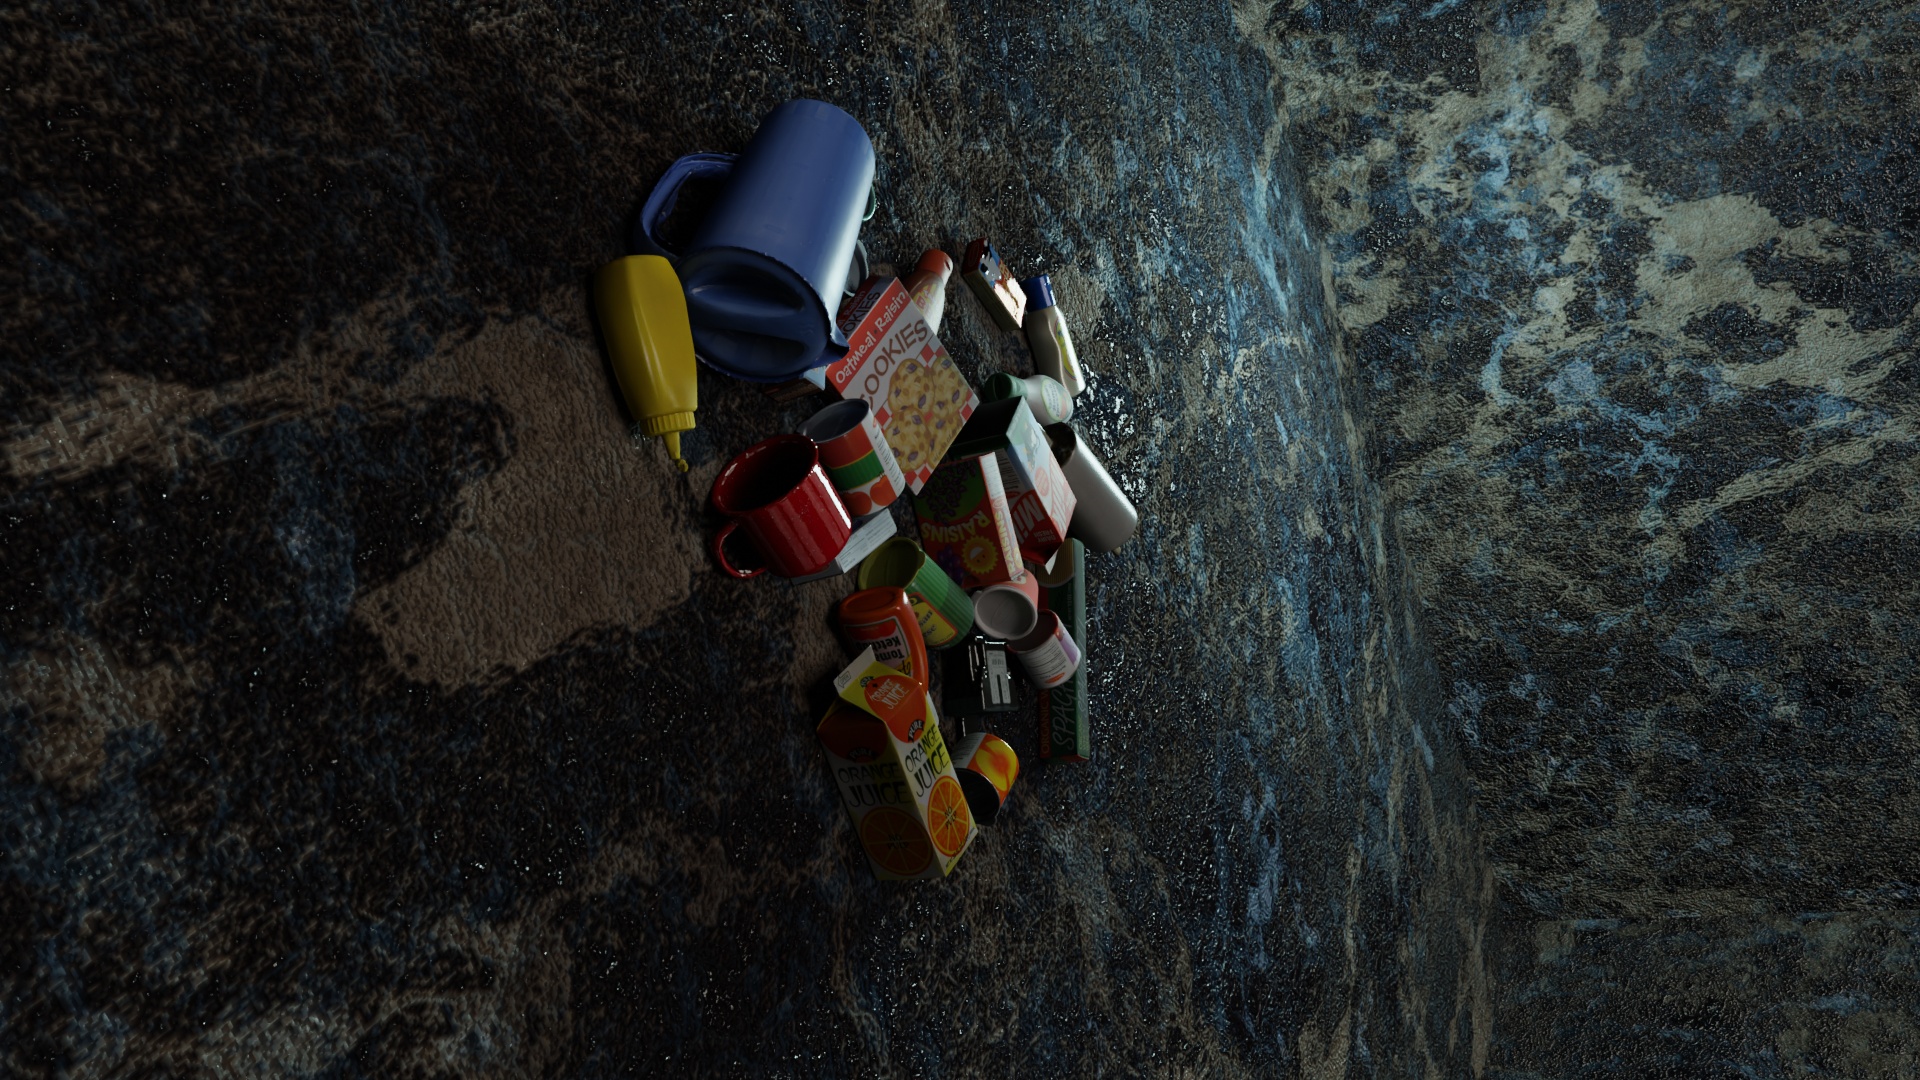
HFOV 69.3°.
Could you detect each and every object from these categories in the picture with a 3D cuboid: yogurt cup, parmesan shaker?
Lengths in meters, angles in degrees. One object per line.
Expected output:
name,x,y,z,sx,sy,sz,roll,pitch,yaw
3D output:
yogurt cup,0.049,0.061,1.432,0.072,0.072,0.054,64,24,-25
parmesan shaker,-0.037,0.050,1.273,0.103,0.071,0.071,46,43,-44

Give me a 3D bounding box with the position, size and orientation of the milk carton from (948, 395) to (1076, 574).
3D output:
milk carton,0.066,-0.055,1.490,0.190,0.073,0.073,60,34,-30

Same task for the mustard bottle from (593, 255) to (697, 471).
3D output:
mustard bottle,-0.226,-0.128,1.025,0.065,0.048,0.160,-15,94,-61

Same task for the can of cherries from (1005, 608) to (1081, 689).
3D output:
can of cherries,0.085,0.114,1.477,0.058,0.071,0.072,56,36,-33

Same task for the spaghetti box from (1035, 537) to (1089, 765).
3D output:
spaghetti box,0.113,0.120,1.536,0.028,0.050,0.251,27,57,-53

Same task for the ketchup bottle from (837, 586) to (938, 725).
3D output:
ketchup bottle,-0.057,0.110,1.231,0.044,0.064,0.148,-78,153,-54

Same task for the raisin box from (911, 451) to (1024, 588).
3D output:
raisin box,0.005,-0.017,1.356,0.040,0.086,0.123,-25,103,-62

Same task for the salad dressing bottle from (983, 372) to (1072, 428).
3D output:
salad dressing bottle,0.077,-0.161,1.578,0.148,0.044,0.064,7,73,-60

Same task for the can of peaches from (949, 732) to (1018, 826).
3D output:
can of peaches,0.017,0.226,1.312,0.071,0.071,0.058,67,30,-21

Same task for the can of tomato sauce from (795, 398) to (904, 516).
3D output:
can of tomato sauce,-0.096,-0.071,1.217,0.082,0.071,0.071,65,32,-31

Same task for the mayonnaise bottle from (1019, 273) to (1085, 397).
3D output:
mayonnaise bottle,0.108,-0.243,1.663,0.065,0.041,0.147,-37,113,-57

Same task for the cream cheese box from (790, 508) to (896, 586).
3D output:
cream cheese box,-0.101,0.005,1.194,0.104,0.053,0.024,-43,116,-57

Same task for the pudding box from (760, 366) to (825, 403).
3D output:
pudding box,-0.141,-0.165,1.187,0.030,0.049,0.084,30,55,-52

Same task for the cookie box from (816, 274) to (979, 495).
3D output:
cookie box,-0.064,-0.143,1.289,0.123,0.040,0.167,-57,133,-24

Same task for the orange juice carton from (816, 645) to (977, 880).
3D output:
orange juice carton,-0.059,0.189,1.184,0.072,0.073,0.192,-43,117,-57

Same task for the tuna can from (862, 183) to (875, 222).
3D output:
tuna can,-0.110,-0.331,1.317,0.071,0.033,0.071,28,57,-54

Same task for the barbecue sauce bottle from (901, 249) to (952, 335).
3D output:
barbecue sauce bottle,-0.043,-0.235,1.392,0.064,0.043,0.149,59,34,-36

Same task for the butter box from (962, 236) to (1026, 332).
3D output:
butter box,0.039,-0.289,1.576,0.103,0.024,0.053,48,42,-42

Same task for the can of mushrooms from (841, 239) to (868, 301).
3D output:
can of mushrooms,-0.115,-0.254,1.281,0.071,0.033,0.071,29,55,-53
